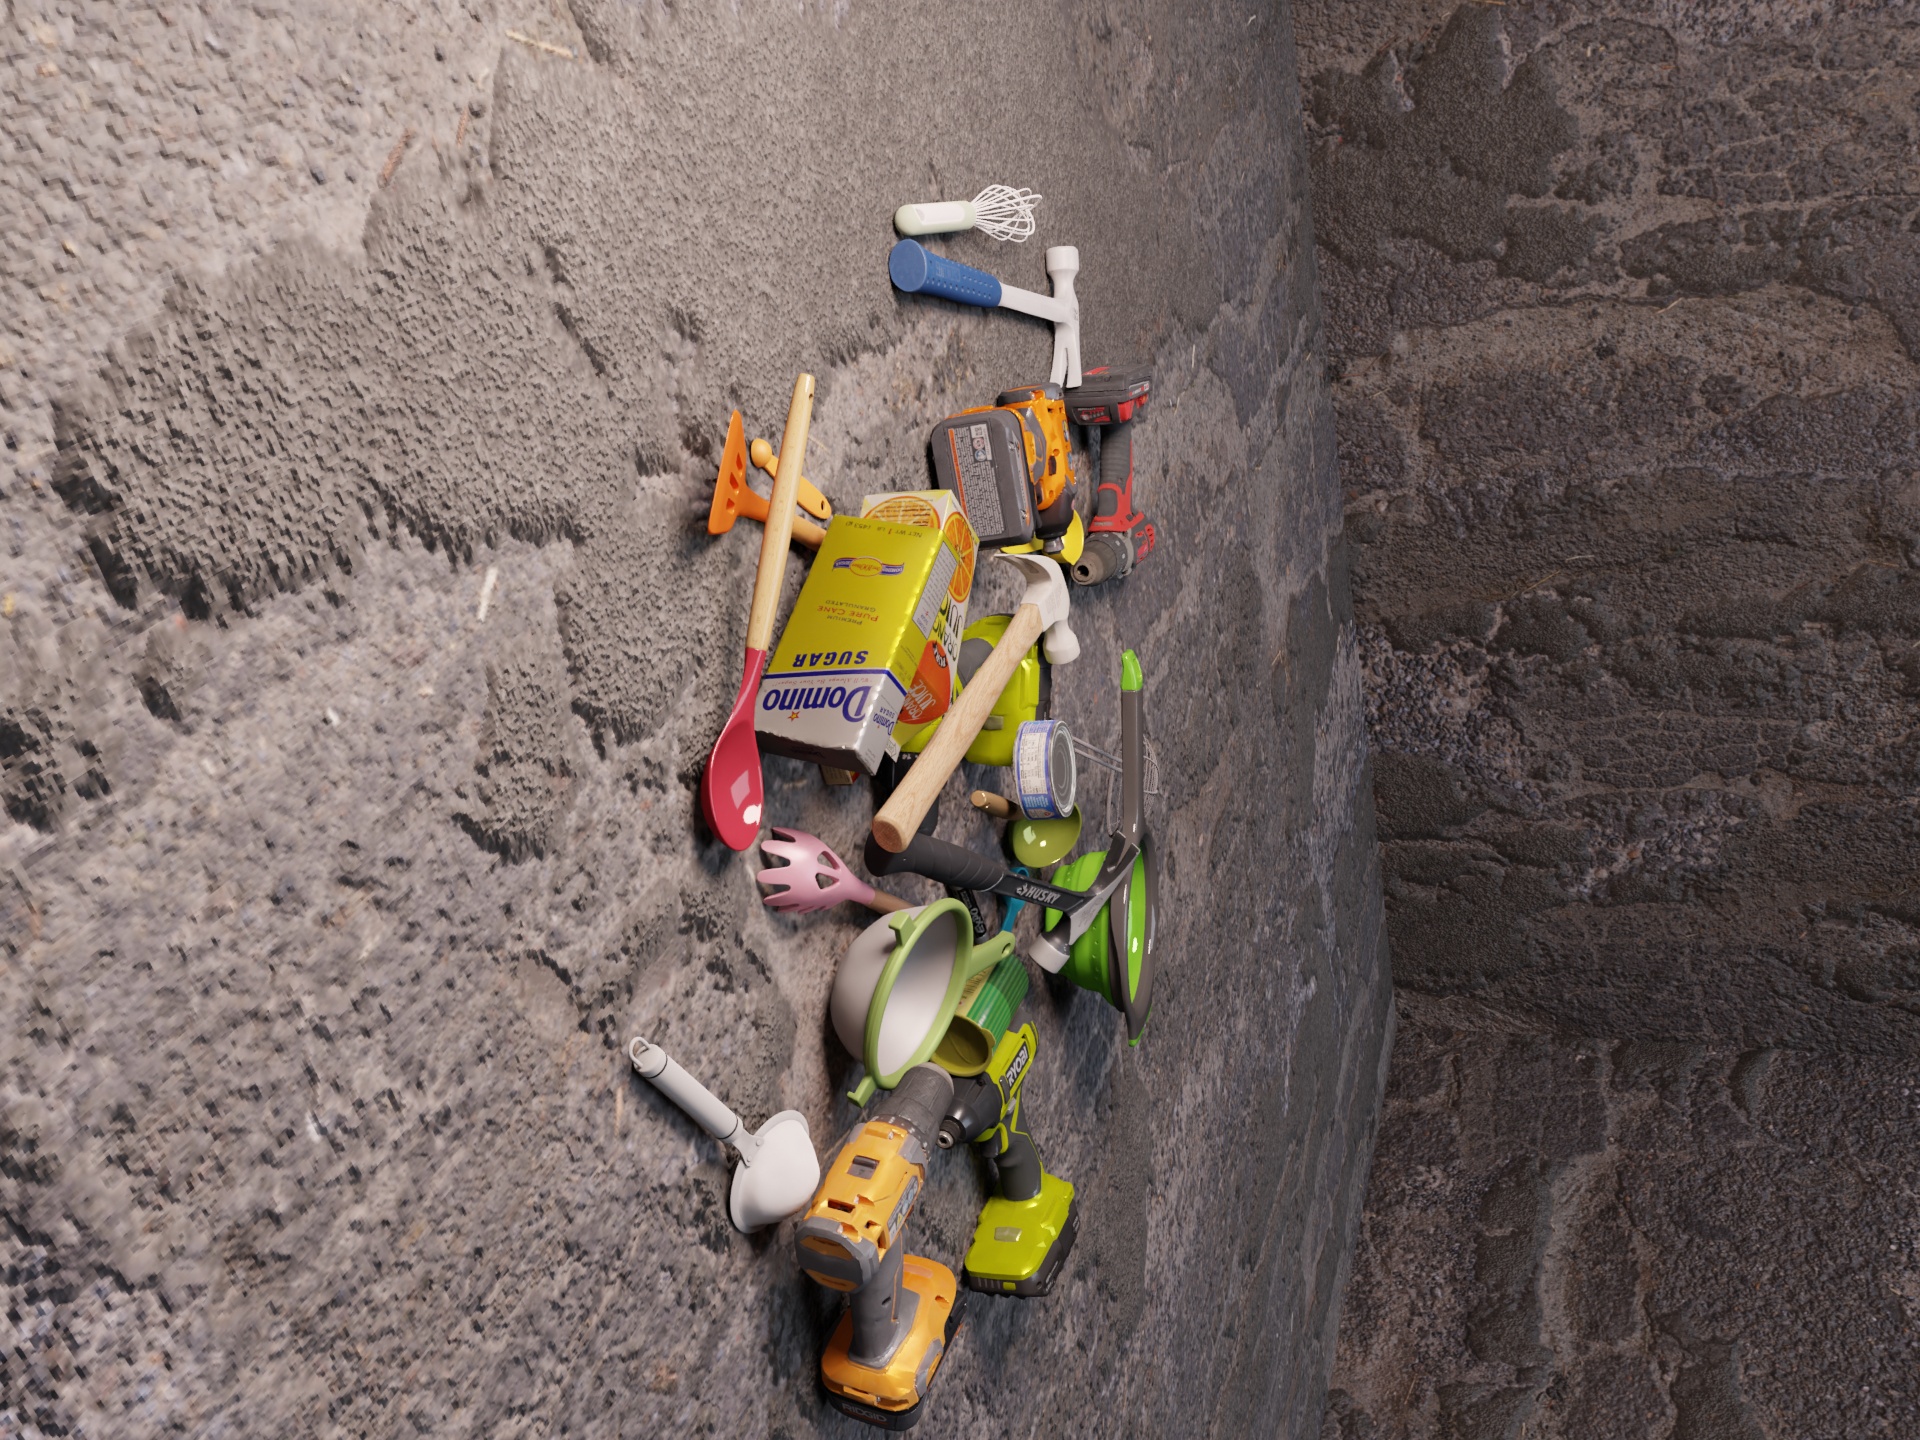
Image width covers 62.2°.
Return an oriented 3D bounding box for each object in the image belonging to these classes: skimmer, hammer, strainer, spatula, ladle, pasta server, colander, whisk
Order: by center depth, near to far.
[{"bbox_3d":[-0.147,0.271,1.036,0.087,0.050,0.258,-61,141,-25],"label":"strainer"},{"bbox_3d":[-0.129,-0.072,1.043,0.069,0.031,0.315,13,88,-68],"label":"ladle"},{"bbox_3d":[-0.106,-0.135,1.139,0.322,0.041,0.081,22,78,-66],"label":"spatula"},{"bbox_3d":[-0.070,0.139,1.236,0.316,0.040,0.060,40,53,-65],"label":"pasta server"},{"bbox_3d":[0.014,-0.019,1.248,0.331,0.031,0.130,-56,140,-44],"label":"hammer"},{"bbox_3d":[-0.032,0.192,1.248,0.256,0.069,0.151,-12,117,-65],"label":"strainer"},{"bbox_3d":[0.036,0.133,1.351,0.149,0.036,0.408,-53,150,6],"label":"hammer"},{"bbox_3d":[0.054,0.088,1.406,0.078,0.062,0.320,-51,167,2],"label":"ladle"},{"bbox_3d":[0.008,-0.448,1.408,0.058,0.059,0.246,62,33,-4],"label":"whisk"},{"bbox_3d":[0.037,-0.393,1.485,0.405,0.035,0.144,-19,107,-65],"label":"hammer"},{"bbox_3d":[0.138,0.125,1.600,0.204,0.094,0.397,-39,128,-70],"label":"colander"},{"bbox_3d":[0.110,0.034,1.648,0.363,0.090,0.127,25,70,-53],"label":"skimmer"}]

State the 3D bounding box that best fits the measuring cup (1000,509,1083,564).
[{"bbox_3d":[0.073,-0.181,1.588,0.156,0.029,0.062,-16,102,-54],"label":"measuring cup"}]

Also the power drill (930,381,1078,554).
[{"bbox_3d":[0.052,-0.218,1.457,0.226,0.084,0.164,-41,124,-65],"label":"power drill"}]

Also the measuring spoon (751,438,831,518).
[{"bbox_3d":[-0.118,-0.173,1.148,0.116,0.011,0.021,36,56,-61],"label":"measuring spoon"}]

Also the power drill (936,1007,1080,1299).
[{"bbox_3d":[0.034,0.390,1.407,0.171,0.080,0.223,-46,127,-58],"label":"power drill"}]

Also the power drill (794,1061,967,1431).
[{"bbox_3d":[-0.047,0.380,1.166,0.185,0.084,0.226,-55,147,-50],"label":"power drill"}]

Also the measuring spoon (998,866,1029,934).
[{"bbox_3d":[0.034,0.196,1.491,0.042,0.021,0.129,55,50,-54],"label":"measuring spoon"}]

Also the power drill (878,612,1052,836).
[{"bbox_3d":[-0.002,-0.004,1.334,0.228,0.080,0.190,-11,104,-64],"label":"power drill"}]

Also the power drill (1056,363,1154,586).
[{"bbox_3d":[0.155,-0.259,1.708,0.188,0.080,0.226,-40,128,-61],"label":"power drill"}]
